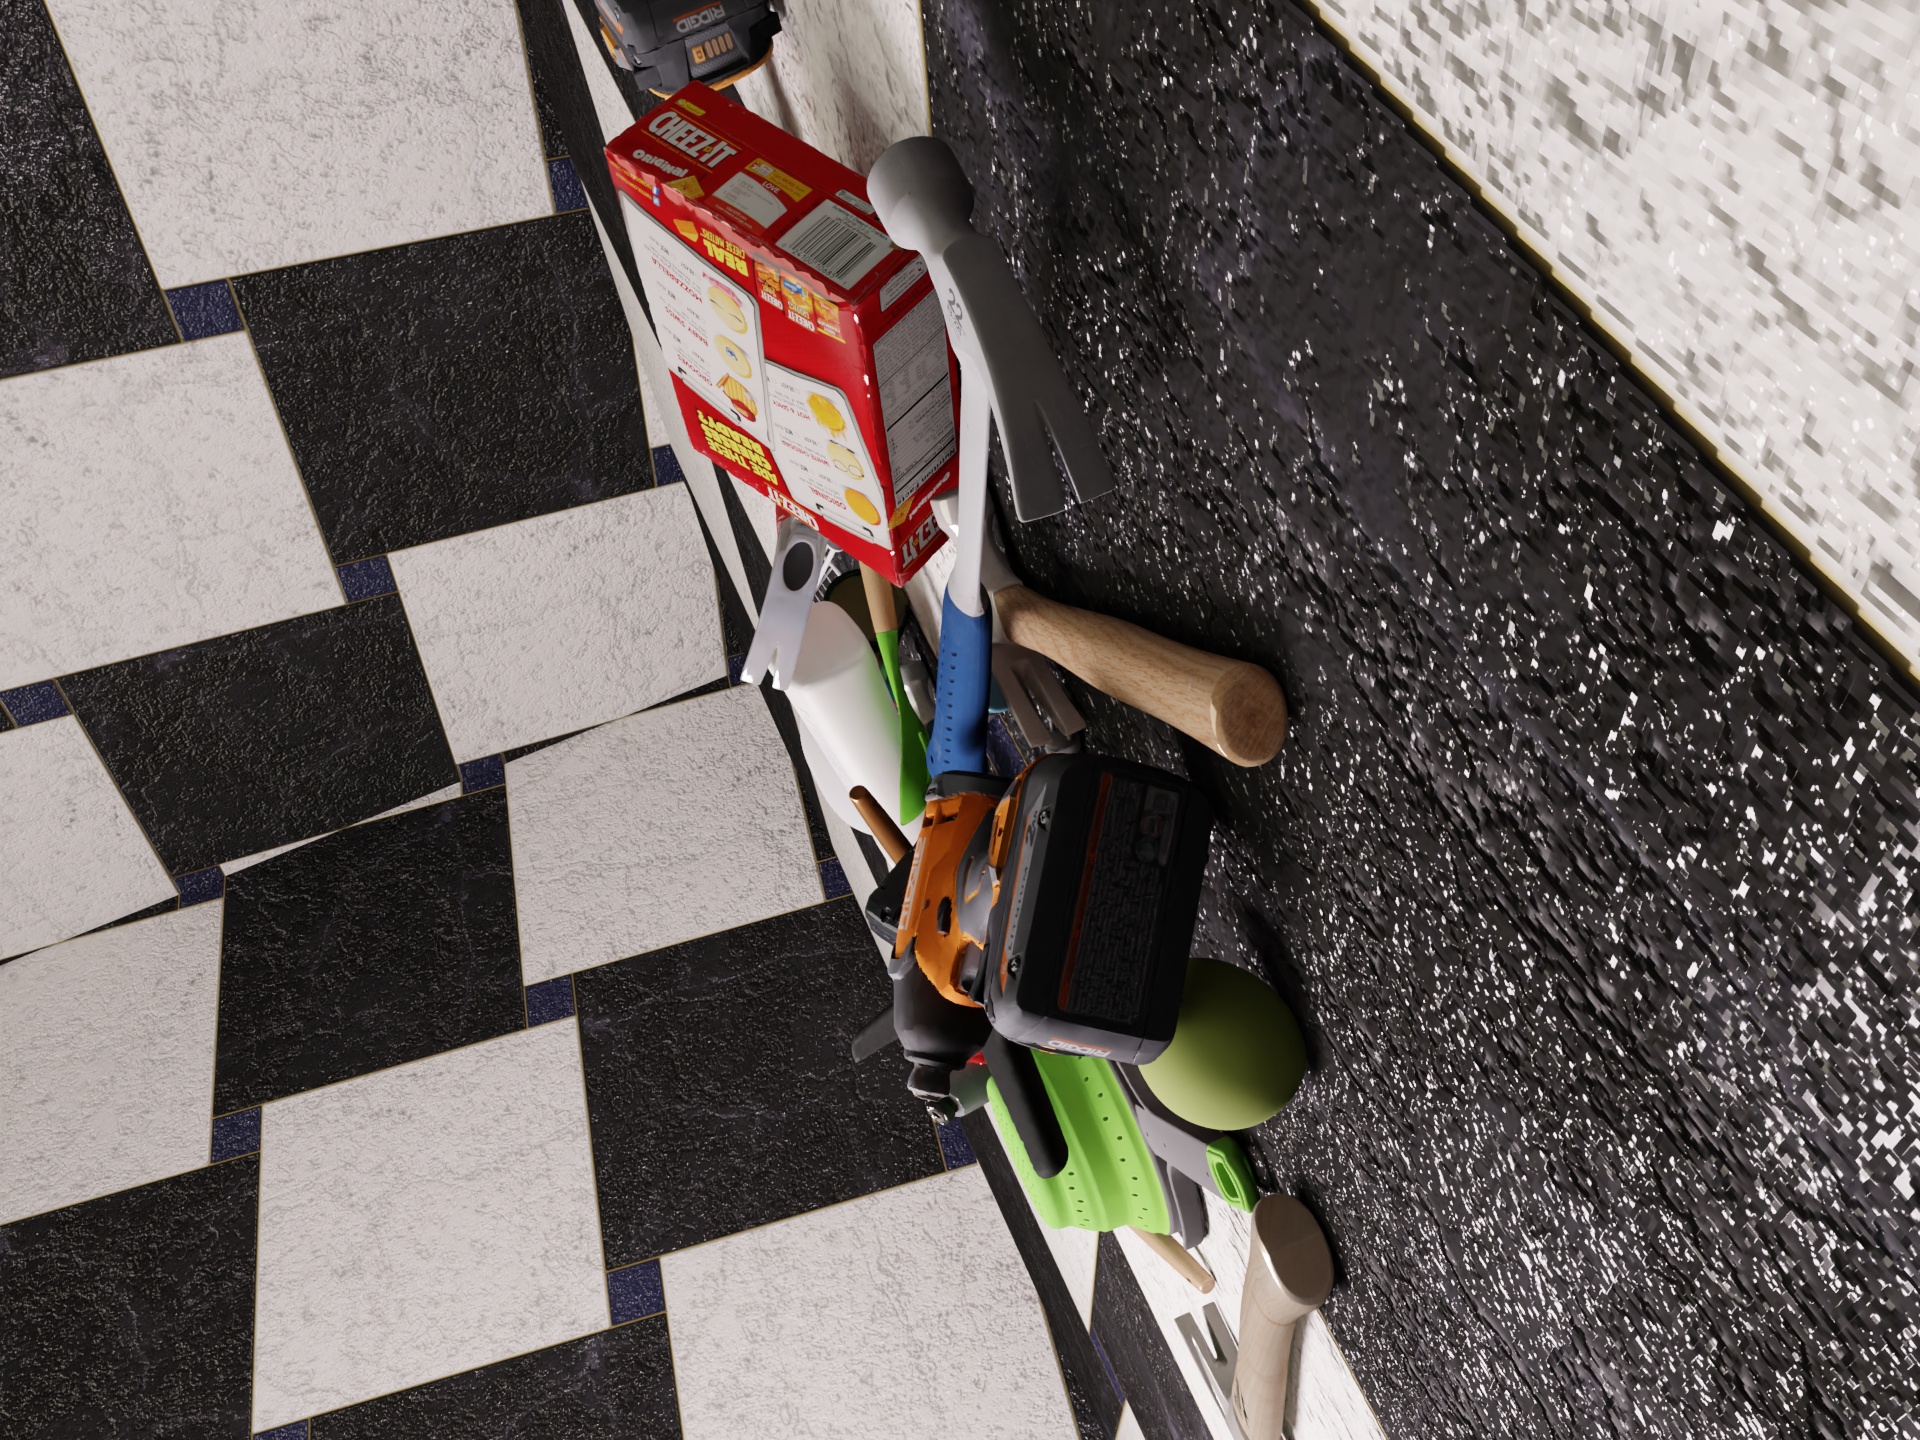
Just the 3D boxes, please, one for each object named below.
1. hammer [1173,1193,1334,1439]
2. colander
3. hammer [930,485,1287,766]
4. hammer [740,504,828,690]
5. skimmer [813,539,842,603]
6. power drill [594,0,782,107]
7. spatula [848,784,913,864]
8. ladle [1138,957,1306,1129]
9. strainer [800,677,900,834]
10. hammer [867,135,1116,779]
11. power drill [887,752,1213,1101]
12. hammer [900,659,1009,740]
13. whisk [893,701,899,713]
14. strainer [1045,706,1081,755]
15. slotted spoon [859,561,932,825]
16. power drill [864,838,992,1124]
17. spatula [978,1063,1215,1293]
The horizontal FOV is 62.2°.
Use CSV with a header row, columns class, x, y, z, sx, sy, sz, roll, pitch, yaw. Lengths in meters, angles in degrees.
class,x,y,z,sx,sy,sz,roll,pitch,yaw
hammer,0.172,0.354,0.925,0.410,0.038,0.146,80,166,-53
colander,0.090,0.270,1.006,0.397,0.094,0.204,143,105,-81
hammer,0.056,-0.030,0.683,0.331,0.031,0.130,-142,32,-72
hammer,-0.129,-0.147,1.182,0.387,0.038,0.143,-109,34,-69
skimmer,-0.084,-0.133,1.263,0.127,0.090,0.363,66,161,9
power drill,-0.121,-0.310,0.895,0.186,0.084,0.226,60,173,42
spatula,-0.024,0.134,1.155,0.322,0.041,0.081,59,-153,-51
ladle,0.070,0.100,0.794,0.320,0.062,0.078,-134,34,-64
strainer,-0.103,0.051,1.598,0.340,0.095,0.211,102,145,-72
hammer,0.005,-0.057,0.704,0.405,0.035,0.144,93,155,-65
power drill,0.025,0.099,0.725,0.226,0.084,0.164,159,125,-71
hammer,-0.002,-0.003,1.077,0.331,0.033,0.128,132,116,-80
whisk,-0.028,0.050,1.295,0.296,0.073,0.073,41,153,57
strainer,0.067,0.092,0.899,0.087,0.050,0.258,36,148,42
slotted spoon,-0.054,-0.085,1.064,0.070,0.031,0.314,-50,-51,-83
power drill,0.009,0.180,1.120,0.079,0.143,0.219,19,141,31
spatula,0.091,0.339,1.211,0.316,0.018,0.059,31,151,54
